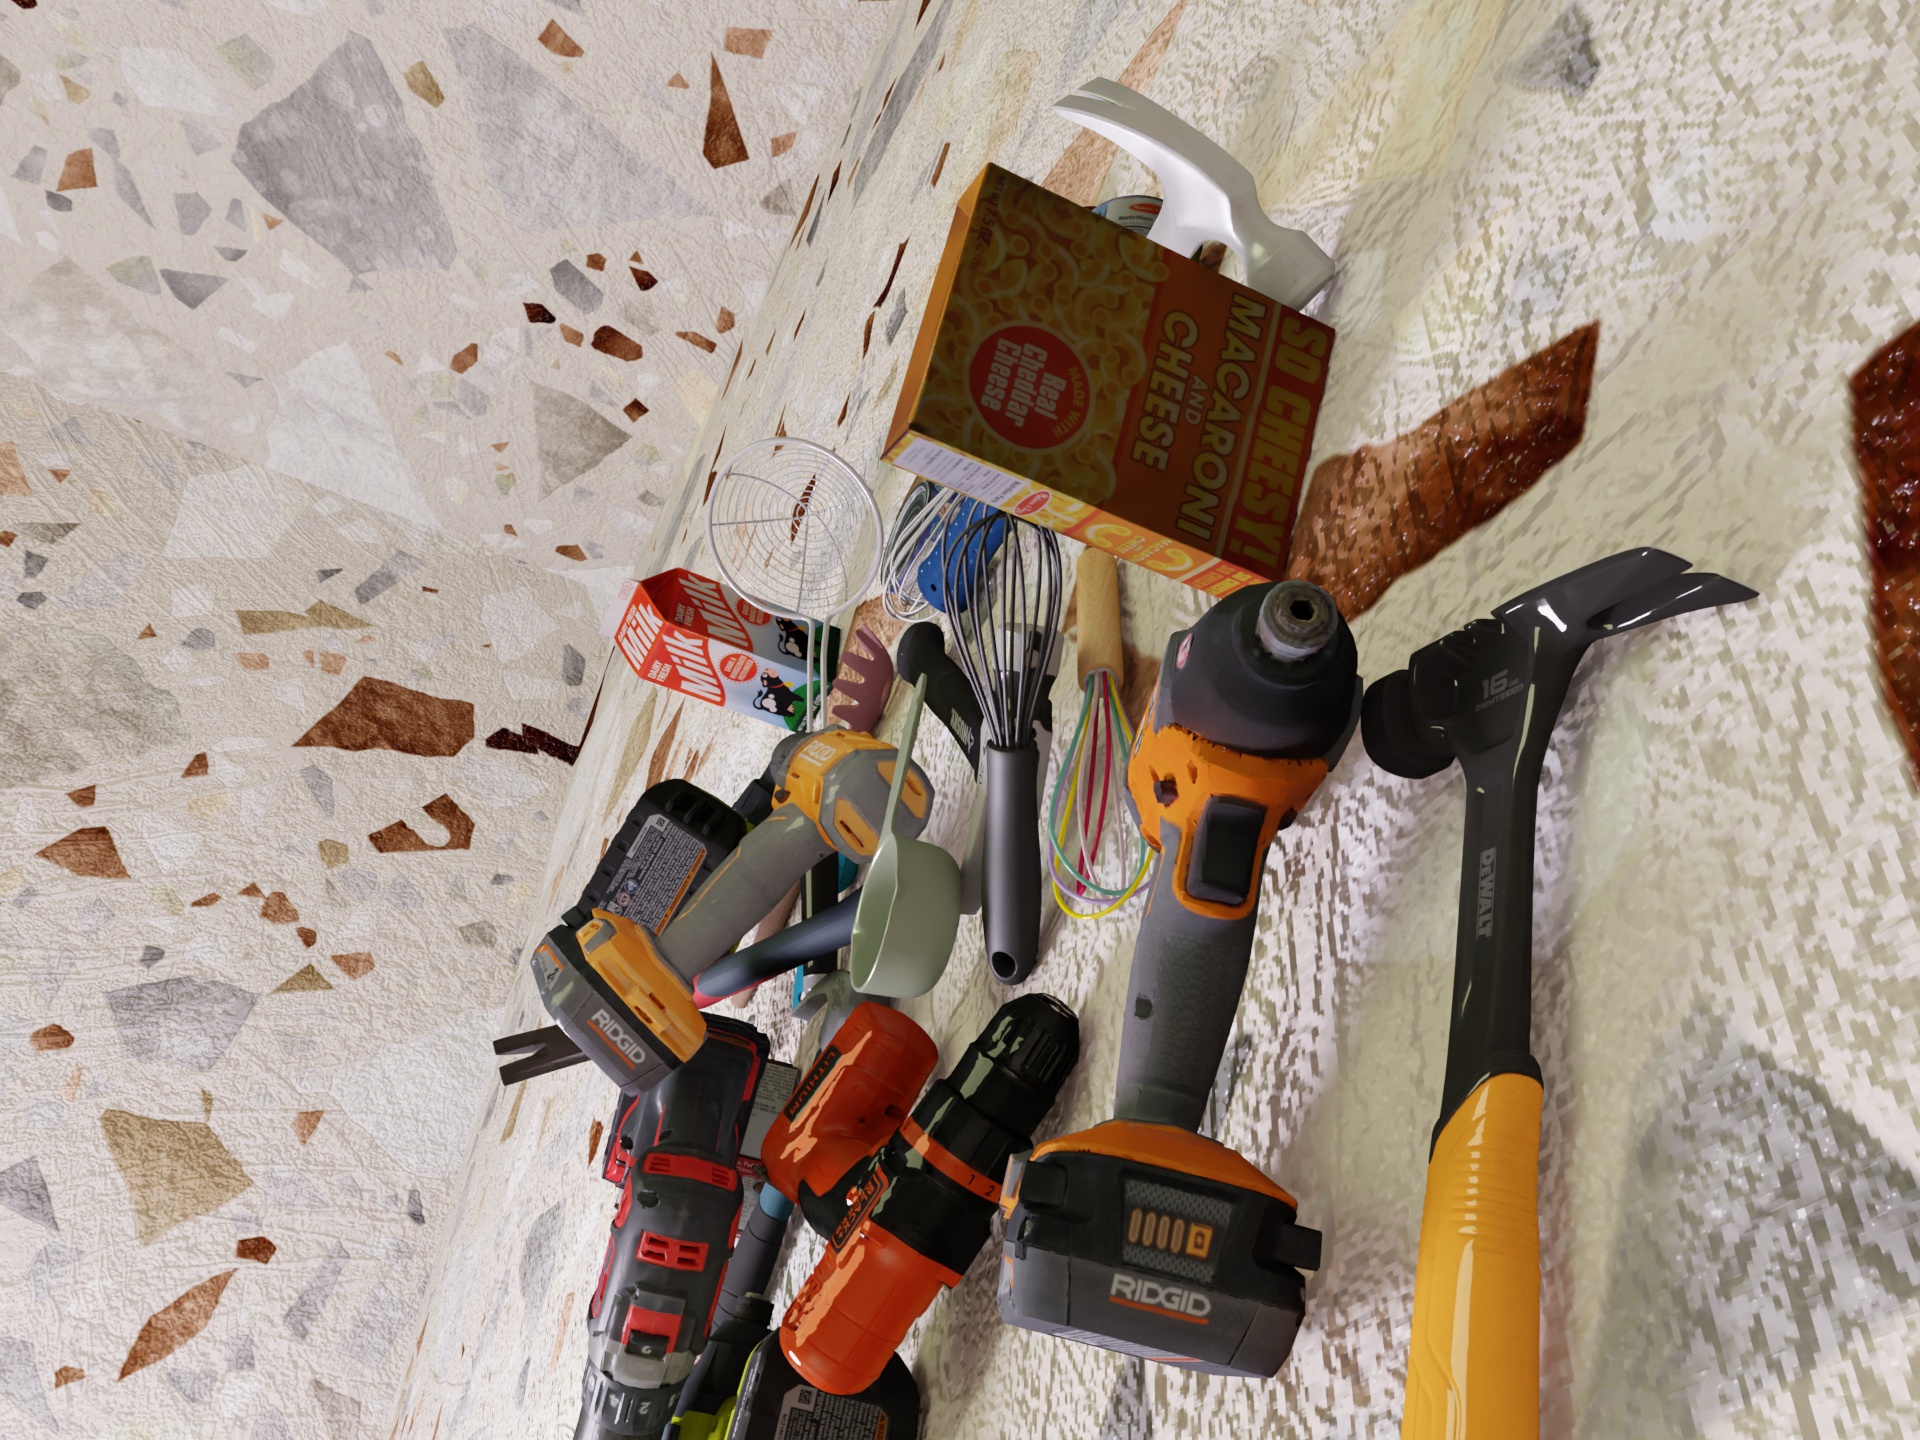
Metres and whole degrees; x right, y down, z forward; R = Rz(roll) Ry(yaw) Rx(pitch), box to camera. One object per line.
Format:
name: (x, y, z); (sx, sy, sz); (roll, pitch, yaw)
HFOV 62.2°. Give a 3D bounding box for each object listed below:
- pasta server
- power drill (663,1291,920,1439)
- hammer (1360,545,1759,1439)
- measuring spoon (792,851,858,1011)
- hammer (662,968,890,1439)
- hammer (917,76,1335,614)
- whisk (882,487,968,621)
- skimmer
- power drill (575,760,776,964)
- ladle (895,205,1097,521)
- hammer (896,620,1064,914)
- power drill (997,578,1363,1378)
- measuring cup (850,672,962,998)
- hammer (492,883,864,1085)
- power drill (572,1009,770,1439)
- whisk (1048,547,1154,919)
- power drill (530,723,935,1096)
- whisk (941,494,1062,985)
pasta server: (-0.116, 0.079, 1.177); (0.060, 0.040, 0.316); (-54, -11, -72)
power drill: (-0.098, 0.357, 0.755); (0.223, 0.080, 0.171); (135, 151, -59)
hammer: (0.133, 0.120, 0.388); (0.127, 0.034, 0.337); (141, 145, -60)
measuring spoon: (-0.091, 0.140, 1.076); (0.042, 0.021, 0.128); (18, 97, 52)
hammer: (-0.115, 0.299, 0.936); (0.331, 0.033, 0.128); (-68, 18, 7)
hammer: (0.047, -0.167, 0.860); (0.035, 0.144, 0.405); (-40, -5, -29)
whisk: (0.015, -0.172, 1.047); (0.058, 0.059, 0.246); (39, 108, 31)
skimmer: (-0.108, -0.006, 1.049); (0.090, 0.127, 0.363); (43, -138, -65)
power drill: (-0.180, 0.100, 1.170); (0.190, 0.080, 0.228); (-60, -9, 3)
ladle: (0.018, -0.248, 1.158); (0.315, 0.031, 0.069); (126, 157, -45)
hammer: (-0.001, -0.003, 0.895); (0.335, 0.035, 0.146); (-129, 46, -75)
power drill: (0.073, 0.072, 0.481); (0.164, 0.084, 0.227); (94, -171, -68)
measuring cup: (-0.018, 0.054, 0.774); (0.083, 0.038, 0.168); (128, 154, -61)
hammer: (-0.156, 0.163, 0.989); (0.386, 0.143, 0.038); (-30, 74, 48)
power drill: (-0.161, 0.277, 0.861); (0.227, 0.080, 0.188); (-108, 33, -73)
whisk: (0.061, -0.003, 0.729); (0.245, 0.051, 0.047); (-86, 18, -49)
power drill: (-0.130, 0.087, 0.893); (0.226, 0.084, 0.185); (-42, 18, -10)
whisk: (0.019, 0.012, 0.705); (0.055, 0.055, 0.238); (-118, 24, -67)
